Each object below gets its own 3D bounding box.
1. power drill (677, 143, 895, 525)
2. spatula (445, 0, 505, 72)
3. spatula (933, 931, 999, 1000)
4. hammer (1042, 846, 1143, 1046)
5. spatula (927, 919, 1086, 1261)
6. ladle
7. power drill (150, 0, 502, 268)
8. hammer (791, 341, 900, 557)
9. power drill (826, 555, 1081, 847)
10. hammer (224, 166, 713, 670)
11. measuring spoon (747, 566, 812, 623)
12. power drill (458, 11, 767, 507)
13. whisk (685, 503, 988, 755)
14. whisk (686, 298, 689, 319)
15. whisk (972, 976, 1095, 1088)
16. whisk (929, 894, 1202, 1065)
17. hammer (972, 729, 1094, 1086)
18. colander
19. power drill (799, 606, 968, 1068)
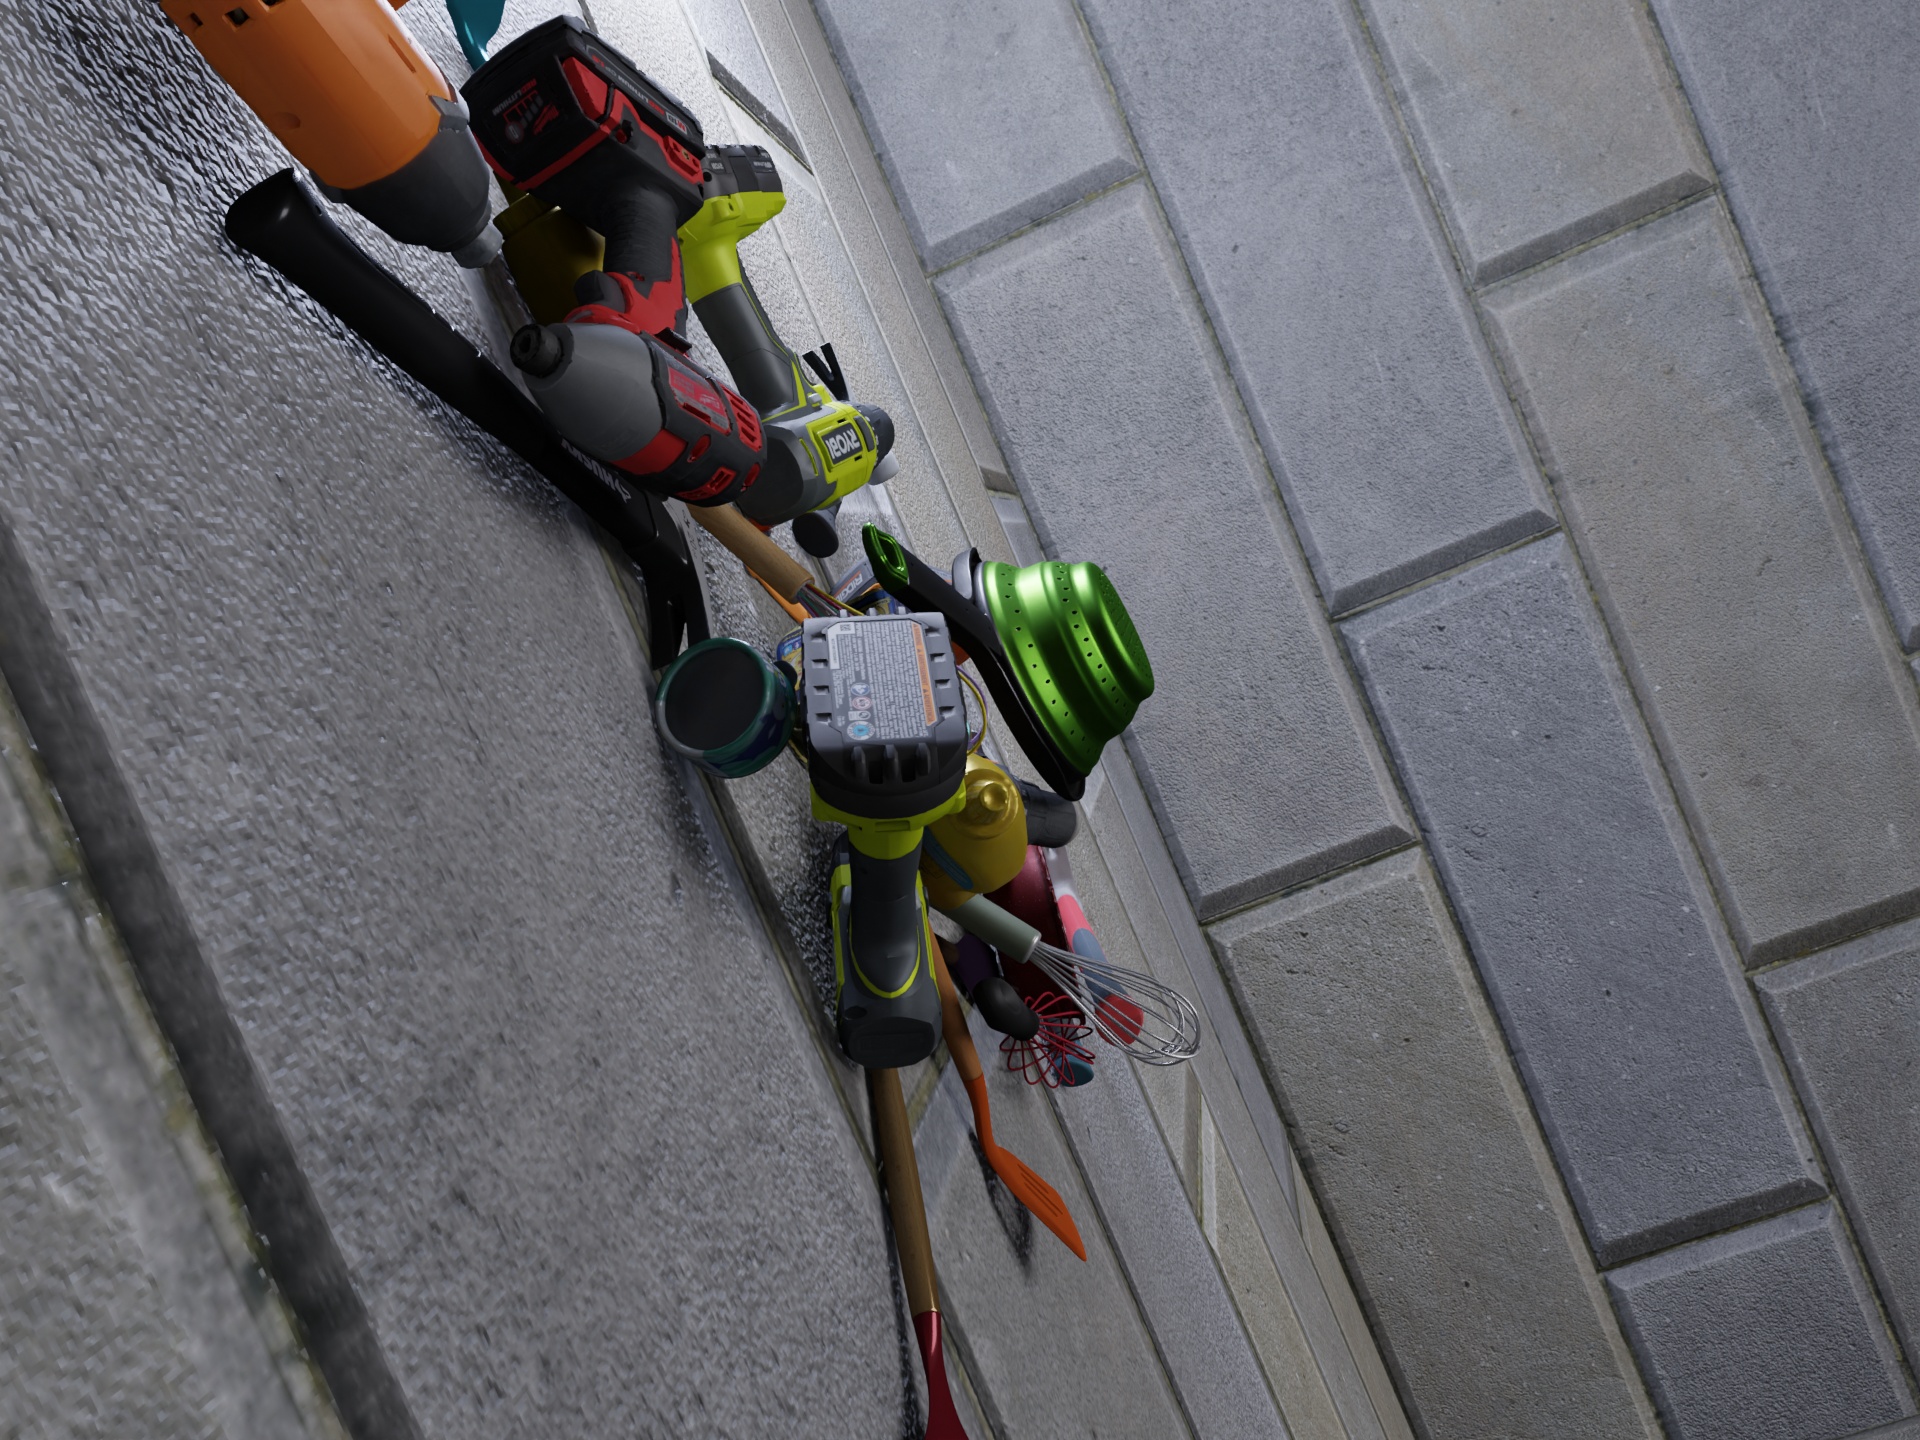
[{"bbox_3d":[-0.123,-0.249,1.035,0.228,0.080,0.190,65,24,-11],"label":"power drill"},{"bbox_3d":[-0.243,-0.329,0.922,0.082,0.044,0.317,-5,74,-78],"label":"spatula"},{"bbox_3d":[-0.015,0.161,1.107,0.315,0.018,0.060,45,35,-65],"label":"spatula"},{"bbox_3d":[0.104,0.183,1.359,0.386,0.038,0.143,-112,-173,-84],"label":"hammer"},{"bbox_3d":[0.008,0.204,1.026,0.081,0.041,0.322,-124,-166,-77],"label":"spatula"},{"bbox_3d":[-0.022,0.280,0.809,0.069,0.031,0.316,56,14,-43],"label":"ladle"},{"bbox_3d":[-0.248,-0.287,0.629,0.164,0.084,0.227,54,9,-52],"label":"power drill"},{"bbox_3d":[-0.111,-0.228,1.400,0.149,0.036,0.409,62,12,-21],"label":"hammer"},{"bbox_3d":[-0.002,-0.004,1.197,0.185,0.084,0.226,14,48,-40],"label":"power drill"},{"bbox_3d":[-0.205,-0.135,0.725,0.334,0.035,0.146,44,25,-65],"label":"hammer"},{"bbox_3d":[-0.122,-0.090,1.110,0.116,0.011,0.021,47,23,-62],"label":"measuring spoon"},{"bbox_3d":[-0.170,-0.217,0.764,0.143,0.078,0.220,22,49,-57],"label":"power drill"},{"bbox_3d":[-0.081,-0.061,0.947,0.245,0.047,0.051,41,37,14],"label":"whisk"},{"bbox_3d":[-0.194,-0.301,1.086,0.285,0.070,0.070,-94,159,-47],"label":"whisk"},{"bbox_3d":[0.046,0.214,1.111,0.295,0.073,0.073,55,15,-69],"label":"whisk"},{"bbox_3d":[0.055,0.157,1.074,0.246,0.057,0.059,31,26,8],"label":"whisk"},{"bbox_3d":[0.051,0.161,1.406,0.128,0.033,0.331,42,28,-65],"label":"hammer"},{"bbox_3d":[0.051,-0.070,1.105,0.396,0.094,0.205,33,34,-63],"label":"colander"},{"bbox_3d":[-0.045,0.055,0.859,0.171,0.080,0.223,-100,-170,-47],"label":"power drill"}]
